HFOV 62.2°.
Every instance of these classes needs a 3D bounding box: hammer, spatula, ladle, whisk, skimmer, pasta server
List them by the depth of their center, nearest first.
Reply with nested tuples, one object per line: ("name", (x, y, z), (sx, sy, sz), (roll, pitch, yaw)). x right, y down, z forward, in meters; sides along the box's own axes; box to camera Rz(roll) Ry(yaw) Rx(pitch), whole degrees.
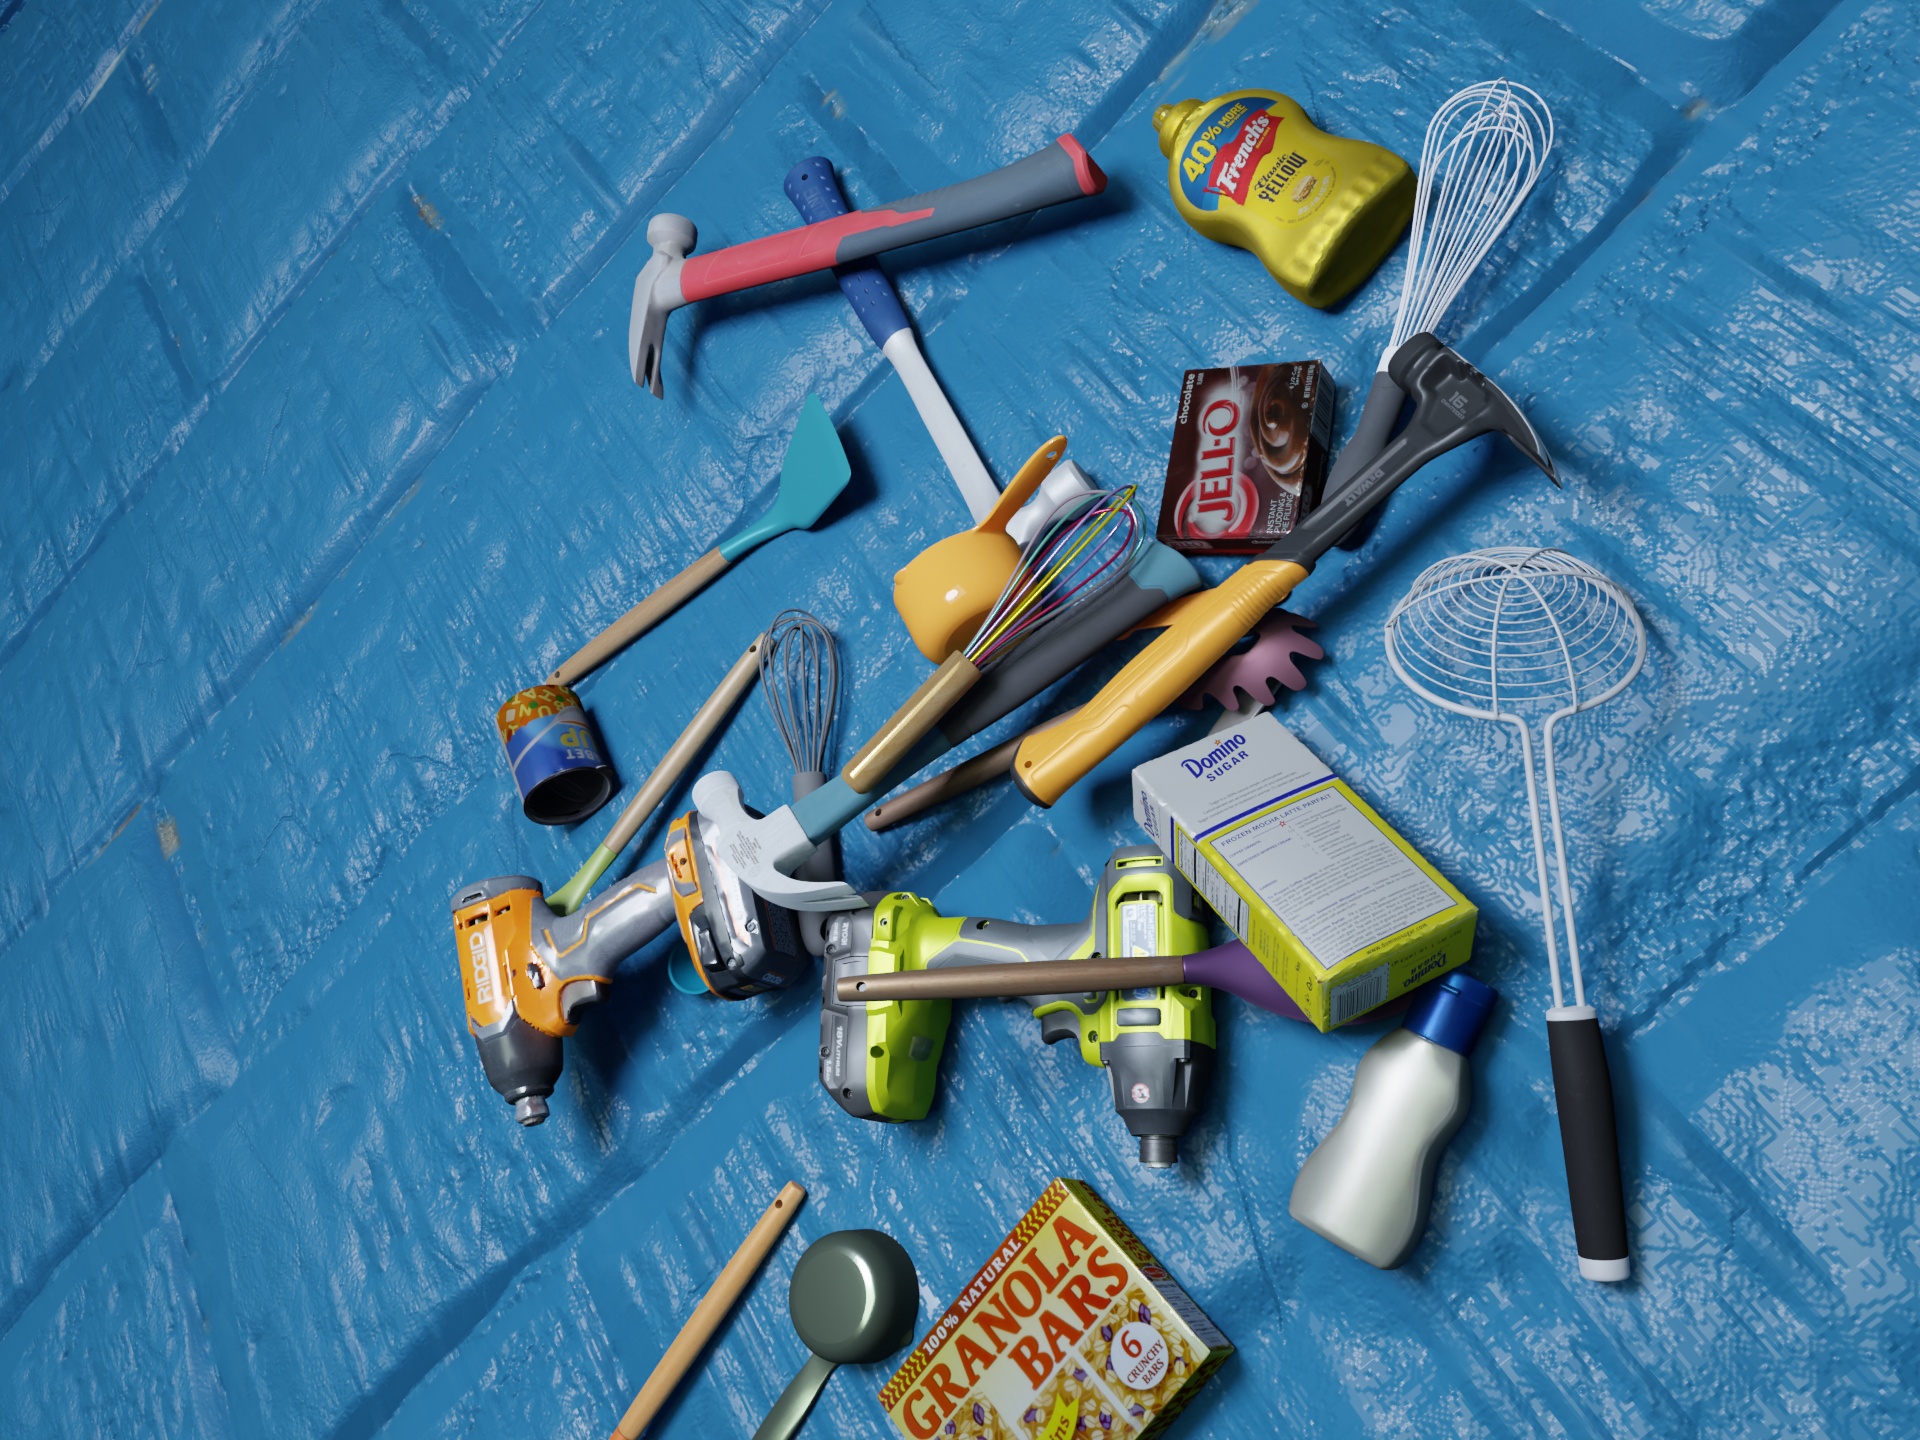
("skimmer", (0.293, 0.084, 0.796), (0.127, 0.090, 0.363), (-6, 81, 10))
("spatula", (0.092, 0.135, 0.838), (0.316, 0.018, 0.060), (-3, 73, 3))
("hammer", (0.161, -0.063, 0.871), (0.337, 0.034, 0.127), (-42, 44, 14))
("whisk", (0.263, -0.234, 0.913), (0.070, 0.070, 0.284), (22, 91, 36))
("whisk", (0.021, -0.049, 0.934), (0.245, 0.051, 0.047), (-46, 34, -3))
("hammer", (-0.002, -0.003, 0.956), (0.331, 0.033, 0.128), (-35, 55, 0))
("pasta server", (0.069, 0.008, 0.967), (0.316, 0.040, 0.060), (-27, 47, 28))
("spatula", (-0.189, 0.425, 0.995), (0.081, 0.041, 0.322), (35, 90, 36))
("whisk", (-0.102, 0.038, 1.056), (0.055, 0.055, 0.239), (-16, 70, 27))
("hammer", (-0.078, -0.328, 1.125), (0.386, 0.038, 0.143), (-5, 73, 31))
("hammer", (-0.046, -0.258, 1.126), (0.144, 0.035, 0.406), (-36, 58, 17))
("ladle", (-0.225, 0.074, 1.132), (0.078, 0.062, 0.320), (35, 87, 36))
("spatula", (-0.199, -0.113, 1.170), (0.317, 0.044, 0.082), (-34, 62, 20))

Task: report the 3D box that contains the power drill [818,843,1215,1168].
("power drill", (0.034, 0.166, 0.909), (0.223, 0.080, 0.171), (-8, 69, 27))

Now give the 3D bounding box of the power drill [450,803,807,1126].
("power drill", (-0.220, 0.158, 1.033), (0.226, 0.084, 0.164), (-20, 67, 12))

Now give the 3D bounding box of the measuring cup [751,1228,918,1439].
("measuring cup", (-0.090, 0.376, 0.936), (0.083, 0.038, 0.167), (34, 91, 36))

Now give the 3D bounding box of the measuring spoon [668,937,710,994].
("measuring spoon", (-0.153, 0.128, 1.079), (0.042, 0.021, 0.128), (25, 79, 24))

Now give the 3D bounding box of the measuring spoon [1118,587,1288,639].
("measuring spoon", (0.142, -0.066, 0.959), (0.117, 0.011, 0.021), (-11, 61, 25))

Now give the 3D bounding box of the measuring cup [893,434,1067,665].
("measuring cup", (0.027, -0.097, 0.969), (0.173, 0.095, 0.052), (-51, 53, 42))

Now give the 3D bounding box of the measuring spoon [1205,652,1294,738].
("measuring spoon", (0.156, 0.011, 0.922), (0.124, 0.018, 0.034), (-52, 42, -1))
